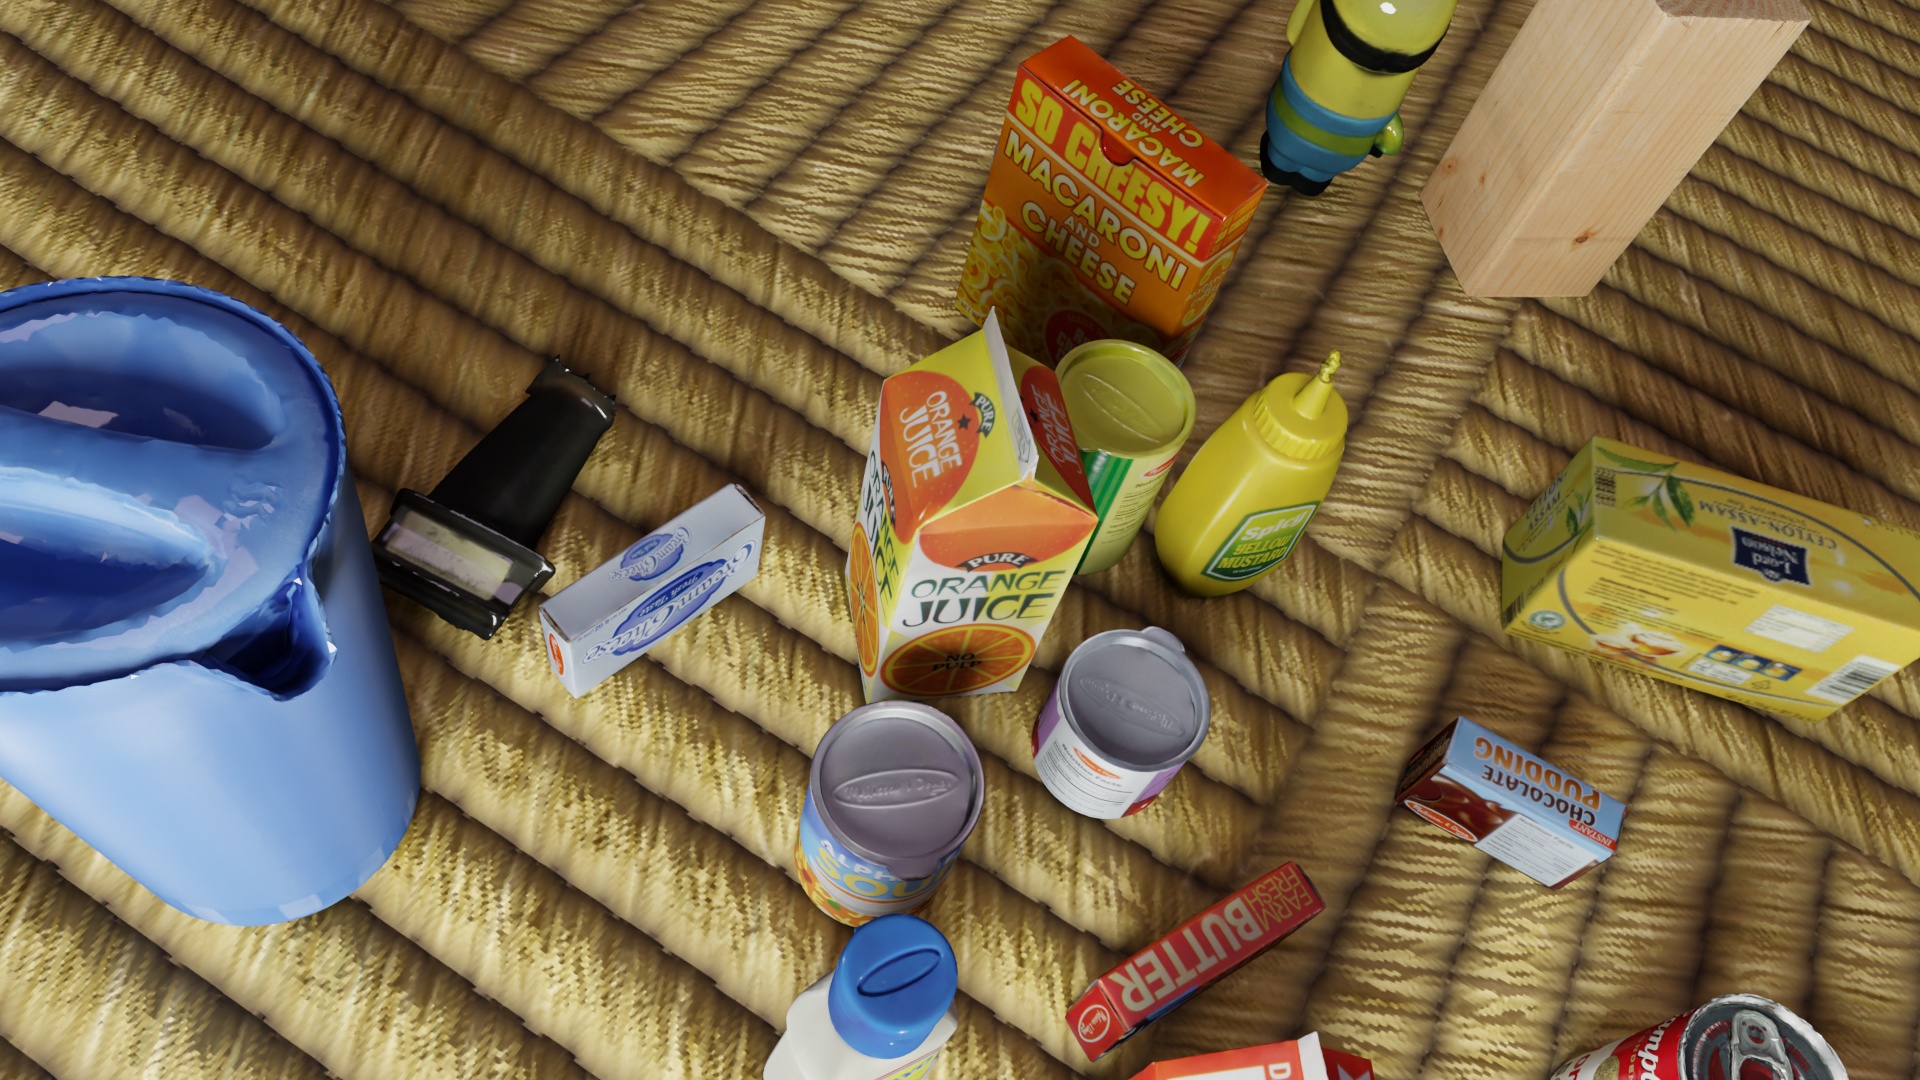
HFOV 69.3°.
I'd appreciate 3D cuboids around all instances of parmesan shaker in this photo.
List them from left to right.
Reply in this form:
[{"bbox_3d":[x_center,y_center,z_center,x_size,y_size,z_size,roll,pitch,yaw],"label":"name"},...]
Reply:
[{"bbox_3d":[0.062,-0.035,0.655,0.071,0.102,0.071,6,57,-9],"label":"parmesan shaker"}]

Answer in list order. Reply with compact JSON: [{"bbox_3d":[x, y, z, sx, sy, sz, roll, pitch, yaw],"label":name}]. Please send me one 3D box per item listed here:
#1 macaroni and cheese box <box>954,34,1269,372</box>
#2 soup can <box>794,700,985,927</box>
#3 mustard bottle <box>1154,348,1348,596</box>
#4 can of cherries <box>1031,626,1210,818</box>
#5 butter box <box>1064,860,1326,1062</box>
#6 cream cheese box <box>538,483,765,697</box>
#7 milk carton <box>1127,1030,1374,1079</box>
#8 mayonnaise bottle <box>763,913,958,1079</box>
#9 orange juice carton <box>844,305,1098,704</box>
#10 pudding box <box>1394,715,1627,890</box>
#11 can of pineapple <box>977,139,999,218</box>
[{"bbox_3d":[0.066,-0.142,0.686,0.124,0.165,0.040,42,59,15],"label":"macaroni and cheese box"},{"bbox_3d":[-0.030,0.113,0.551,0.071,0.083,0.072,6,57,-9],"label":"soup can"},{"bbox_3d":[0.138,-0.031,0.634,0.065,0.159,0.049,-11,61,-18],"label":"mustard bottle"},{"bbox_3d":[0.070,0.080,0.609,0.071,0.058,0.072,6,57,-9],"label":"can of cherries"},{"bbox_3d":[0.094,0.169,0.560,0.104,0.052,0.024,-23,65,-24],"label":"butter box"},{"bbox_3d":[-0.133,0.021,0.606,0.104,0.053,0.024,-36,71,-29],"label":"cream cheese box"},{"bbox_3d":[0.084,0.214,0.446,0.073,0.189,0.072,3,57,-10],"label":"milk carton"},{"bbox_3d":[-0.031,0.168,0.476,0.065,0.147,0.041,-19,64,-22],"label":"mayonnaise bottle"},{"bbox_3d":[0.002,-0.007,0.570,0.073,0.191,0.072,-4,59,-14],"label":"orange juice carton"},{"bbox_3d":[0.247,0.119,0.627,0.084,0.049,0.030,28,57,7],"label":"pudding box"},{"bbox_3d":[0.047,-0.190,0.778,0.071,0.057,0.071,6,57,-9],"label":"can of pineapple"}]
